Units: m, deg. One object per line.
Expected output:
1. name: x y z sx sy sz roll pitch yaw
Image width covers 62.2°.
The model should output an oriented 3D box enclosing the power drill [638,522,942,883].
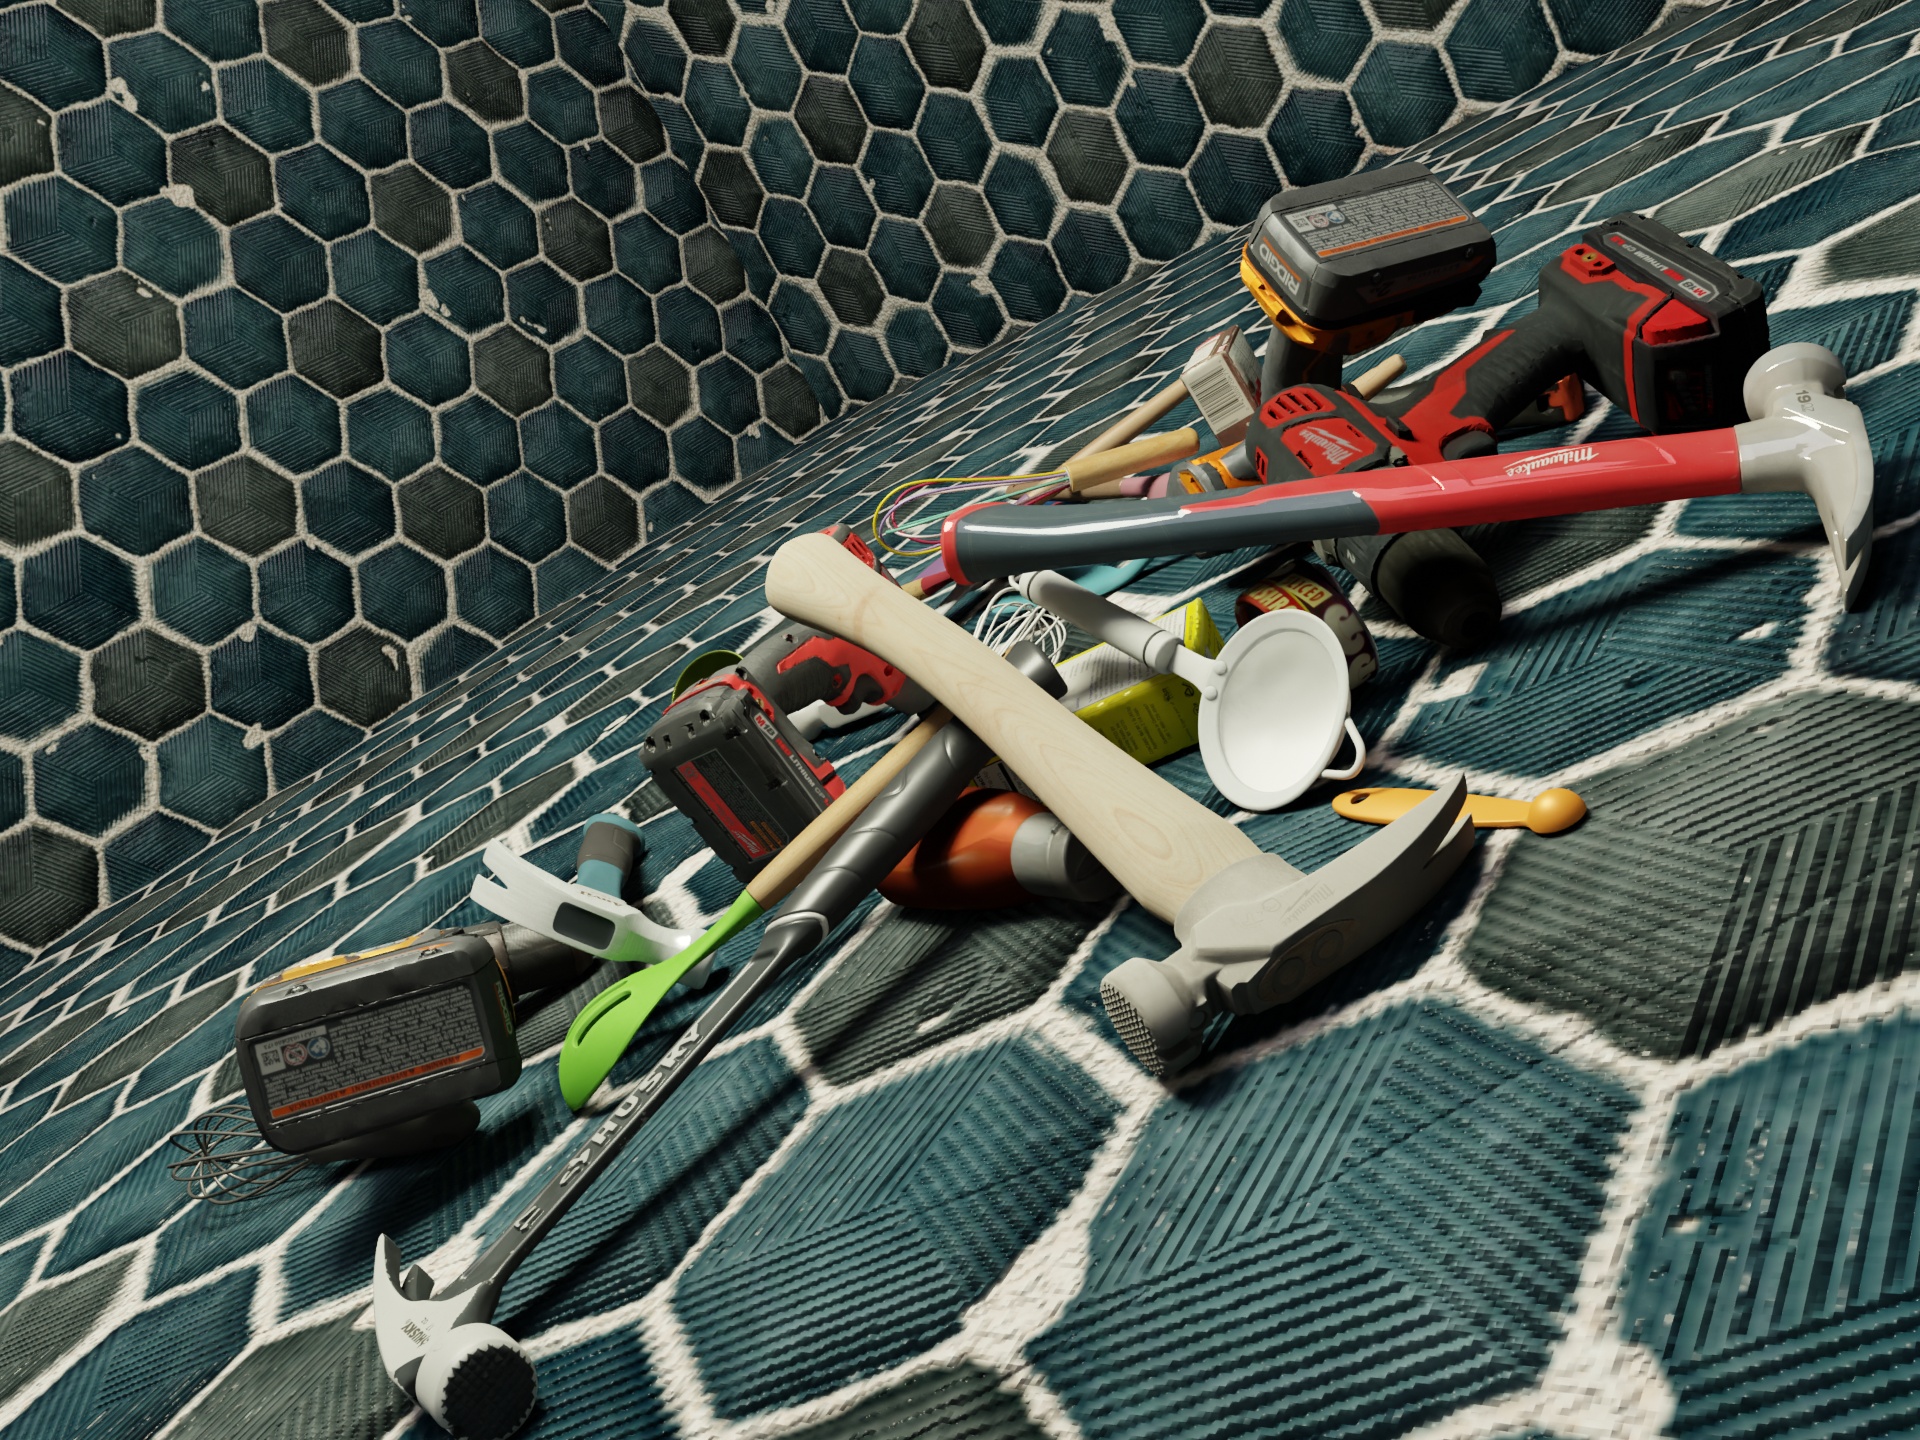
1. power drill: -0.084 -0.011 0.955 0.078 0.143 0.220 -23 23 36

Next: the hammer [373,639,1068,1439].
1. hammer: -0.084 0.105 0.670 0.409 0.036 0.149 -47 22 -27

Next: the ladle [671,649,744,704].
1. ladle: -0.165 0.010 1.167 0.078 0.062 0.320 -48 20 0

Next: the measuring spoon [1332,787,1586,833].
1. measuring spoon: 0.178 0.029 0.584 0.021 0.011 0.117 -37 17 -25

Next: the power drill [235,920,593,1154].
1. power drill: -0.277 0.147 0.835 0.185 0.084 0.226 -15 2 -18

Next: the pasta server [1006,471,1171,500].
1. pasta server: 0.117 -0.171 1.217 0.060 0.040 0.316 -35 20 -19

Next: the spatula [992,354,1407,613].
1. spatula: 0.155 -0.150 1.055 0.317 0.044 0.082 -35 7 33

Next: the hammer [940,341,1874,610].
1. hammer: 0.168 -0.084 0.681 0.386 0.038 0.143 -4 39 23

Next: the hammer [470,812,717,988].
1. hammer: -0.213 0.092 0.951 0.331 0.128 0.033 -159 91 -79

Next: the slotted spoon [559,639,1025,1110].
1. slotted spoon: -0.080 0.069 0.772 0.314 0.031 0.070 -42 14 -6

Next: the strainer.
1. strainer: 0.101 -0.029 0.726 0.259 0.050 0.087 34 108 47

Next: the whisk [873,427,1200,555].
1. whisk: 0.055 -0.169 1.126 0.245 0.047 0.051 -18 -3 -9

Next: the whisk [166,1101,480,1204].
1. whisk: -0.339 0.221 0.841 0.239 0.055 0.055 -16 20 30

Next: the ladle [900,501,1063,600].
1. ladle: -0.045 -0.093 1.191 0.315 0.031 0.069 -20 6 38

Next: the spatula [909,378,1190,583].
1. spatula: 0.075 -0.186 1.237 0.316 0.018 0.060 -36 17 1

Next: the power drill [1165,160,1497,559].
1. power drill: 0.216 -0.196 0.904 0.164 0.084 0.226 -19 -31 -19

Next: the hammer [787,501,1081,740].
1. hammer: 0.008 -0.106 1.254 0.144 0.035 0.406 -18 20 37

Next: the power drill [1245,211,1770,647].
1. power drill: 0.269 -0.135 0.763 0.226 0.080 0.188 -27 42 2

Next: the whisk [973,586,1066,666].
1. whisk: -0.001 -0.003 0.937 0.058 0.059 0.246 -31 15 45

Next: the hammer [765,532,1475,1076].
1. hammer: 0.026 -0.009 0.678 0.146 0.038 0.411 -30 36 -15
